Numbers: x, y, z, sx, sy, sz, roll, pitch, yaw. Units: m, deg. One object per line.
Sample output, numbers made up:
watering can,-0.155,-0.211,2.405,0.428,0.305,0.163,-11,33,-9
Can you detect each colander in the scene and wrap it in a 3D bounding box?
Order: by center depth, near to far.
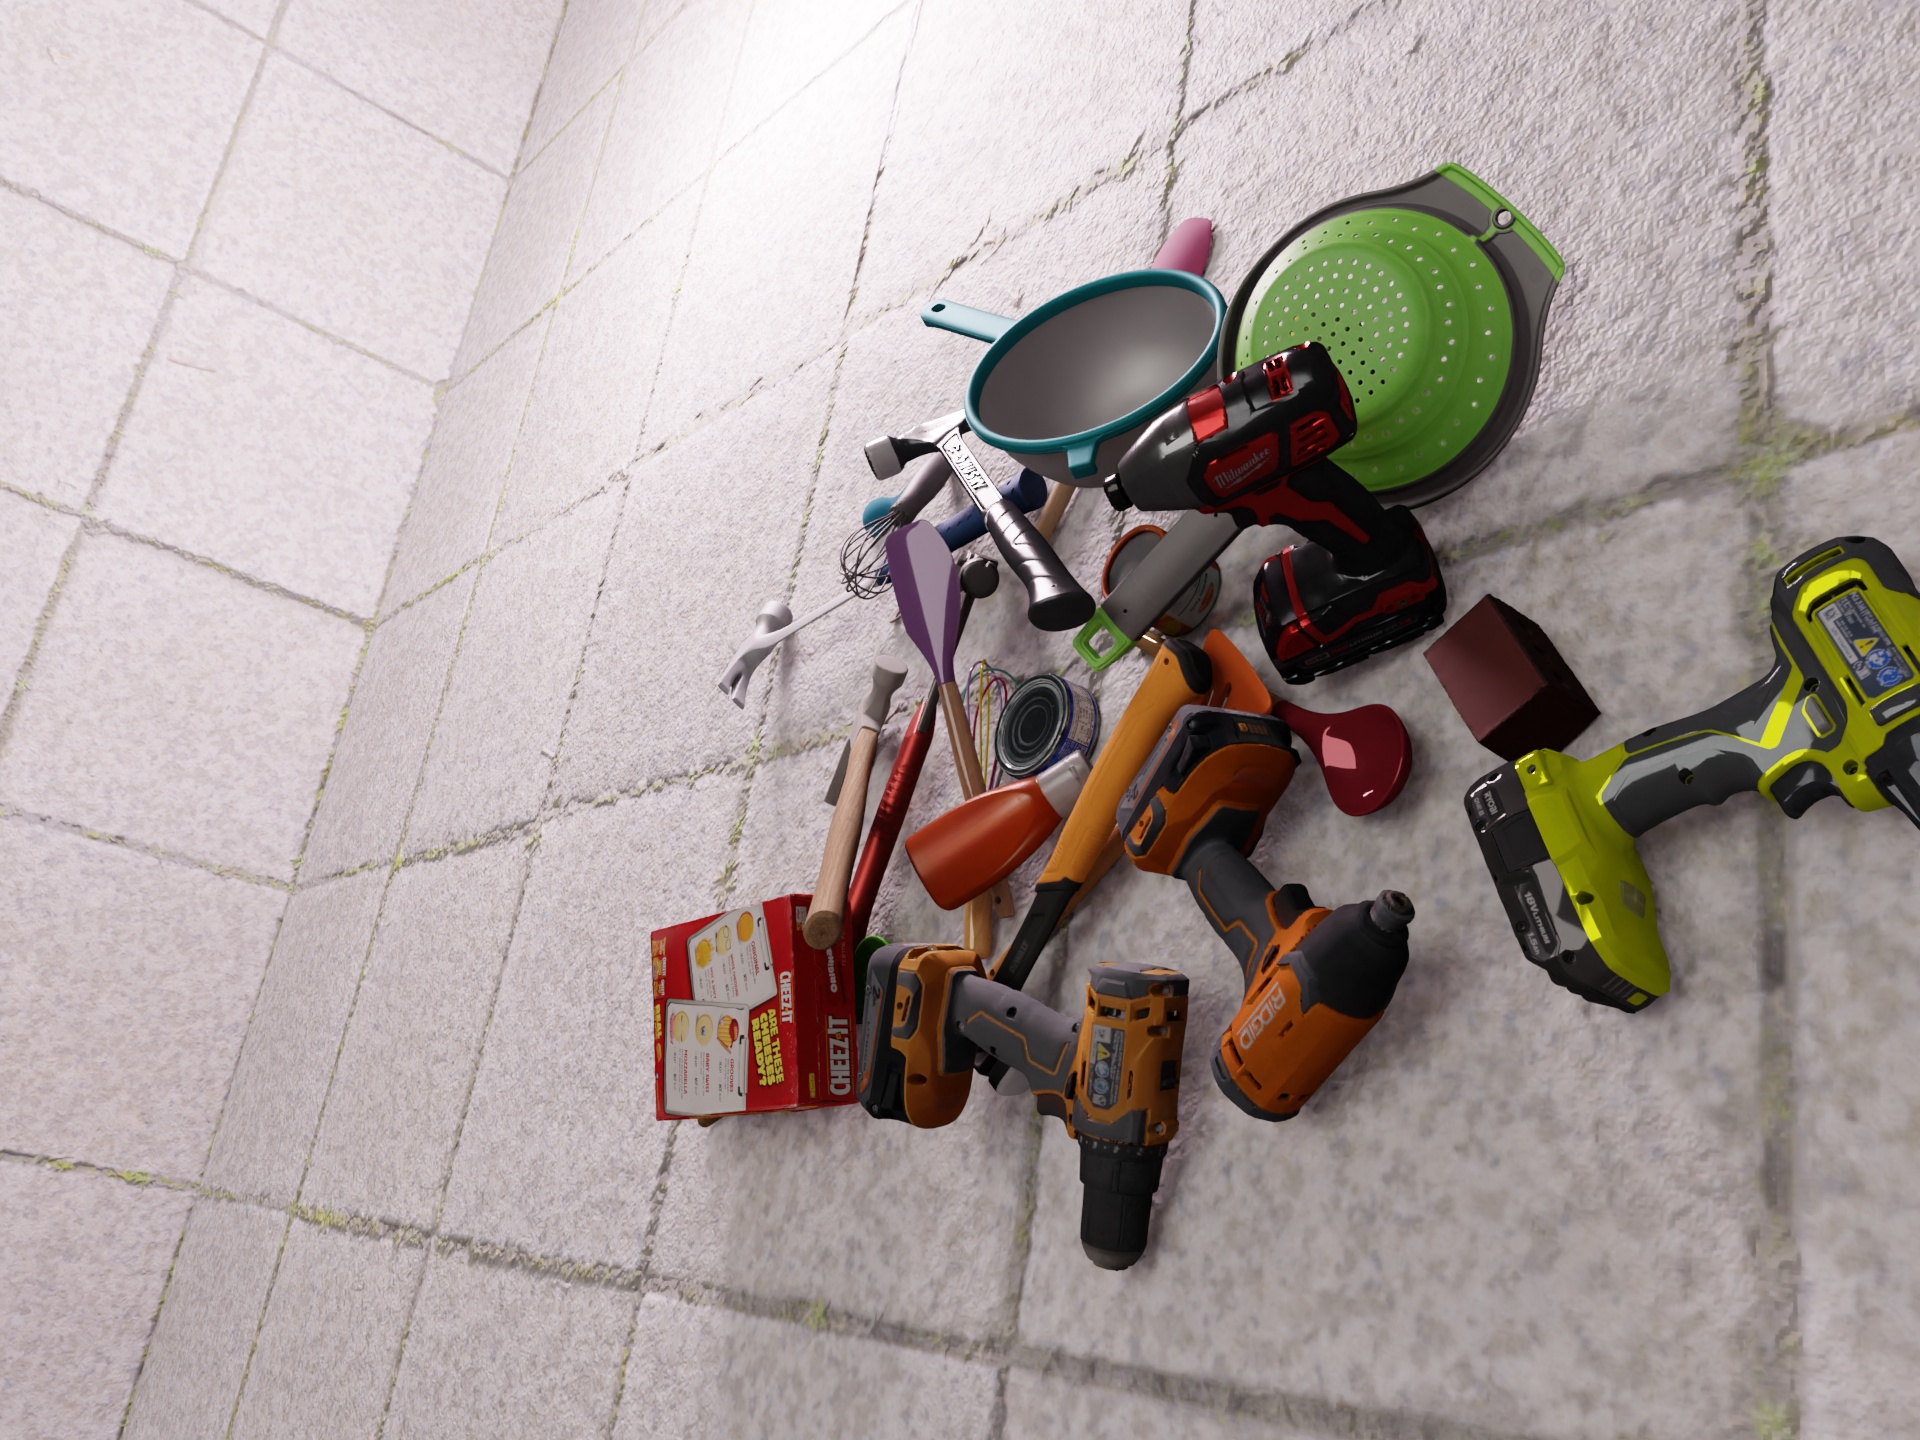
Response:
colander,0.192,-0.175,1.008,0.397,0.094,0.205,-48,70,24

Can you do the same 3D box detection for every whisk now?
whisk,0.019,0.066,1.241,0.047,0.051,0.245,137,139,-61
whisk,-0.050,-0.178,1.399,0.055,0.055,0.239,-34,17,39

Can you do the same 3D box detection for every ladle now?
ladle,0.195,-0.014,1.053,0.316,0.031,0.069,37,108,57

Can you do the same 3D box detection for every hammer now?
hammer,0.075,0.090,1.098,0.127,0.034,0.336,45,115,43
hammer,0.031,-0.169,1.250,0.149,0.036,0.409,-23,32,-2
hammer,-0.090,0.075,1.279,0.332,0.031,0.130,-83,14,-61
hammer,-0.042,0.033,1.316,0.149,0.036,0.359,-108,37,-83
hammer,-0.080,-0.125,1.462,0.405,0.035,0.144,-25,28,40

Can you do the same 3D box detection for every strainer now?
strainer,0.080,-0.269,1.268,0.211,0.095,0.341,-42,39,-12

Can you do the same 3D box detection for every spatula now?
spatula,0.106,0.079,1.106,0.322,0.041,0.081,-51,45,23
spatula,-0.002,-0.004,1.217,0.060,0.018,0.316,-20,78,29

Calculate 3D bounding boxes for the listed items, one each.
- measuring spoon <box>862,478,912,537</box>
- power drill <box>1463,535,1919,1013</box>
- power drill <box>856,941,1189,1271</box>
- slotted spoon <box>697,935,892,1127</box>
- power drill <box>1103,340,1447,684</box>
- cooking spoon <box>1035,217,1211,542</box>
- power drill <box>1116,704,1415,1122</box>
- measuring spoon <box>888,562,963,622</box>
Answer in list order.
measuring spoon,-0.056,-0.224,1.525,0.128,0.021,0.042,-41,41,34
power drill,0.366,0.038,0.746,0.223,0.080,0.171,-38,43,31
power drill,0.040,0.240,1.031,0.226,0.084,0.185,3,87,38
slotted spoon,-0.135,0.272,1.333,0.313,0.031,0.070,-42,60,35
power drill,0.187,-0.116,0.933,0.143,0.219,0.079,-24,50,23
cooking spoon,0.125,-0.270,1.310,0.069,0.017,0.319,30,94,55
power drill,0.181,0.096,0.934,0.164,0.084,0.227,-62,32,37
measuring spoon,-0.027,-0.109,1.428,0.124,0.018,0.034,-28,31,51
